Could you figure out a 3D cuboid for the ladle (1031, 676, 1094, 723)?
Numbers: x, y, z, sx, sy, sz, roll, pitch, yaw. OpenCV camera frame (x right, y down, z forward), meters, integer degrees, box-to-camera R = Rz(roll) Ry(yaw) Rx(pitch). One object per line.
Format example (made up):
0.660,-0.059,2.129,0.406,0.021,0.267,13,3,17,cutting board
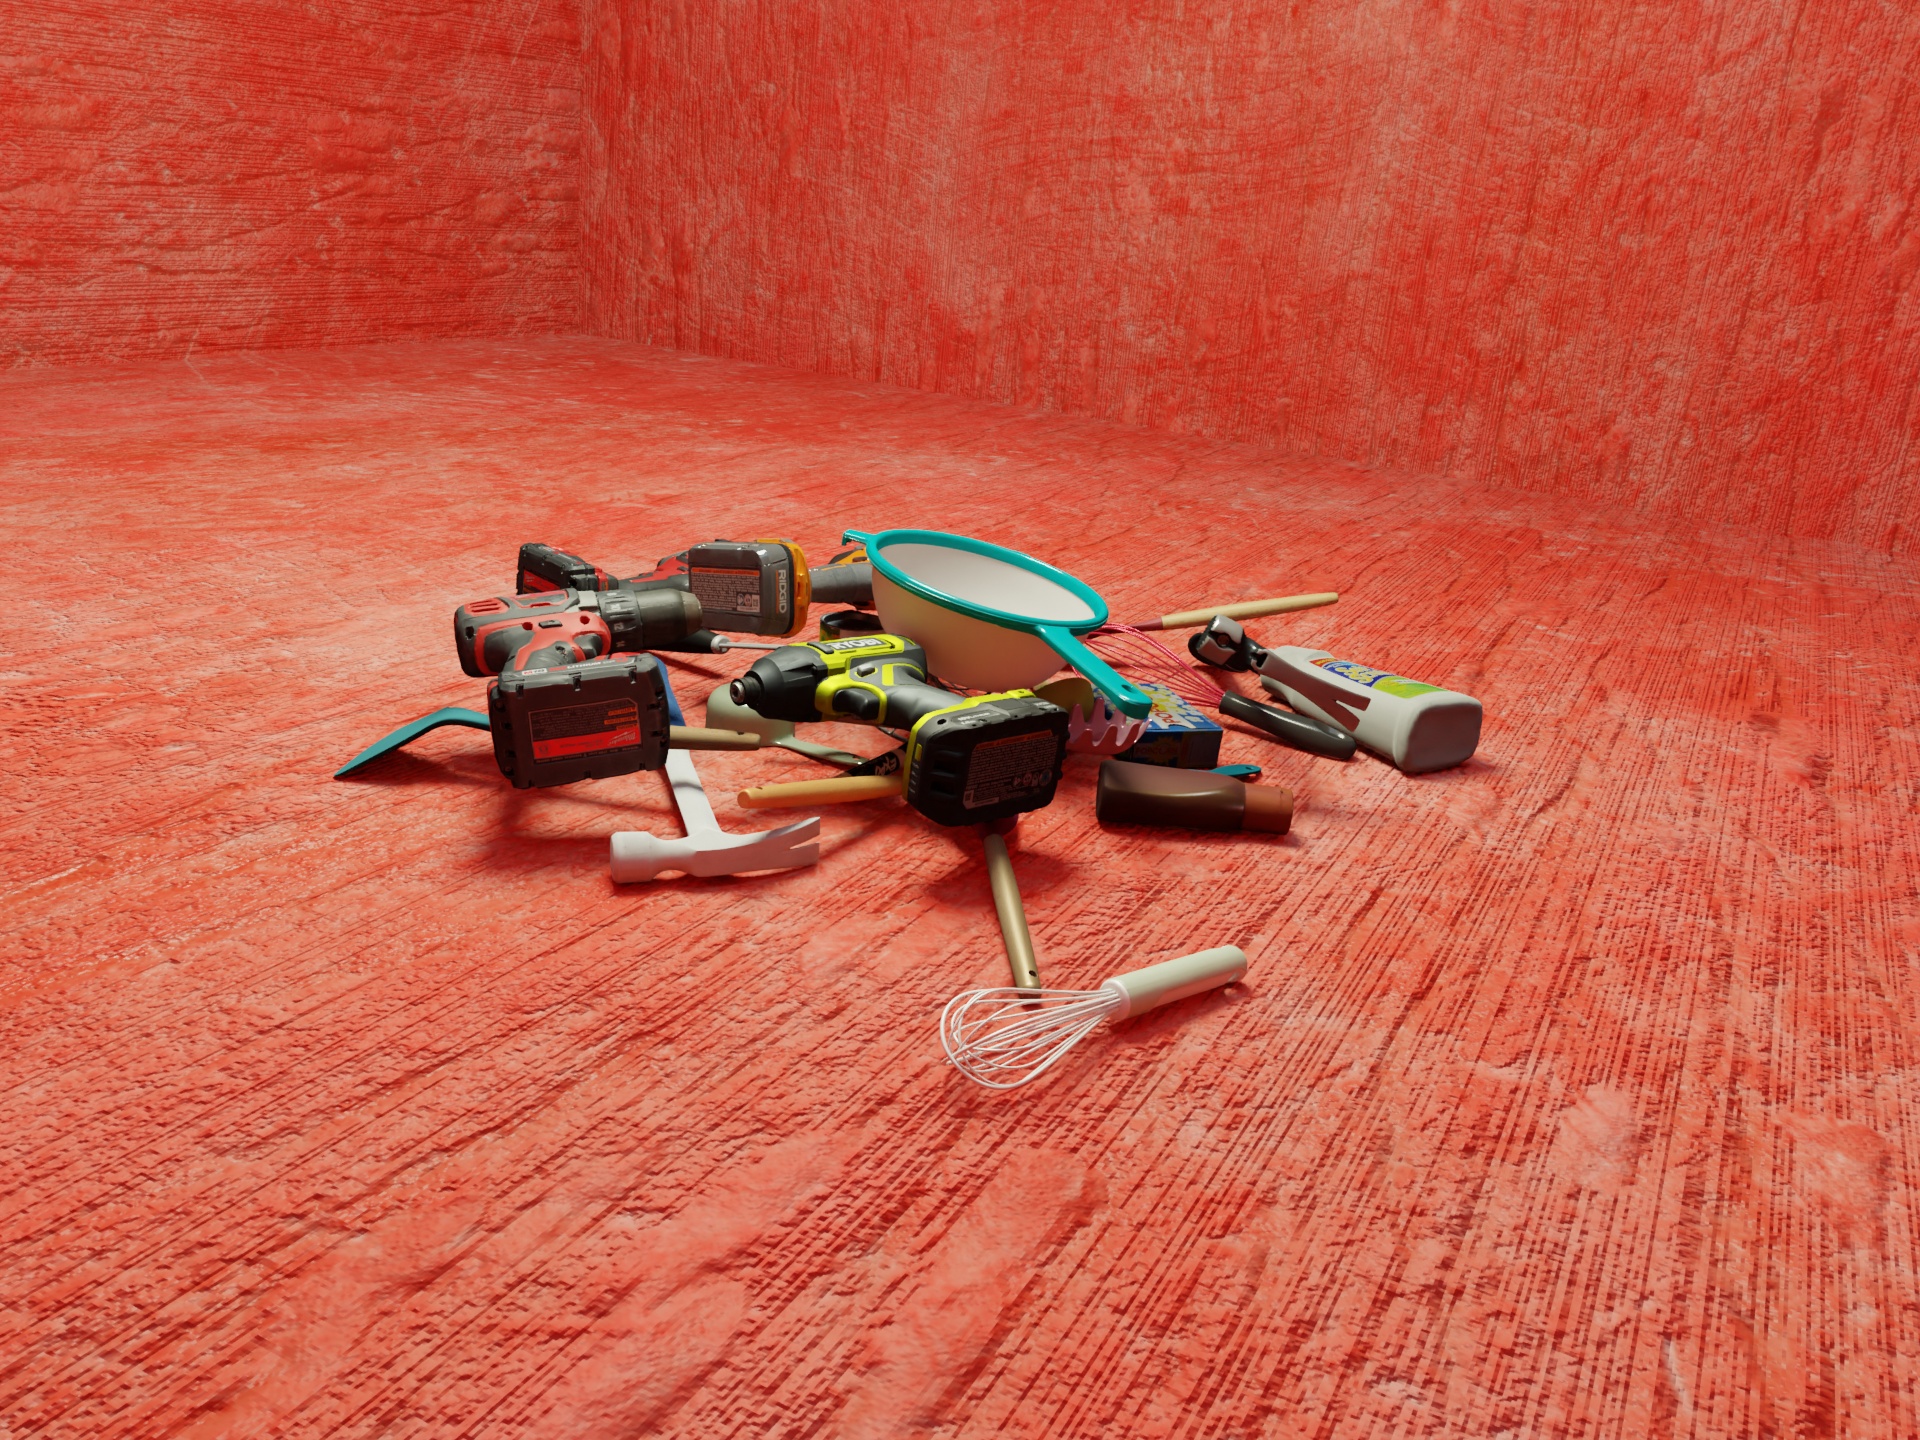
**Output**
0.070,-0.043,1.487,0.078,0.062,0.320,-27,17,3,ladle

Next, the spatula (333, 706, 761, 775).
-0.303,0.017,1.180,0.317,0.044,0.082,3,20,7,spatula

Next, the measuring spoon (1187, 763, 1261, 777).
0.219,0.052,1.320,0.042,0.021,0.128,18,14,32,measuring spoon

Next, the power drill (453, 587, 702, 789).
-0.268,-0.041,1.167,0.188,0.080,0.227,-9,26,-18,power drill

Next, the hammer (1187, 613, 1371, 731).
0.262,-0.053,1.457,0.149,0.036,0.409,28,5,-2,hammer

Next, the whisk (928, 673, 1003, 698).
-0.038,-0.061,1.526,0.055,0.055,0.239,-9,19,-37,whisk

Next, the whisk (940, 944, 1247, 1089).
0.084,0.164,0.920,0.246,0.057,0.059,-8,57,-41,whisk

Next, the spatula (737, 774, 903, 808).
-0.057,0.040,1.180,0.081,0.041,0.322,17,10,30,spatula

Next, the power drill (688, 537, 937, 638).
-0.133,-0.124,1.433,0.164,0.084,0.226,8,11,44,power drill

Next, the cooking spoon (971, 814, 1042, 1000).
0.026,0.096,1.086,0.068,0.017,0.319,21,21,-15,cooking spoon

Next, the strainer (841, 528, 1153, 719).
0.042,-0.053,1.295,0.211,0.095,0.341,3,25,-33,strainer

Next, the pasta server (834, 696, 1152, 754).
-0.002,-0.004,1.295,0.316,0.040,0.060,6,22,-8,pasta server

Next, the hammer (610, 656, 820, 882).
-0.216,0.026,1.234,0.144,0.035,0.406,-1,20,-18,hammer

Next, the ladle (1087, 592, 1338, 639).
0.230,-0.101,1.617,0.315,0.031,0.069,-9,-4,-3,ladle

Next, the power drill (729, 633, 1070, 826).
-0.046,-0.003,1.160,0.171,0.080,0.223,-10,26,-43,power drill

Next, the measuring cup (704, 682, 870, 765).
-0.140,0.002,1.315,0.168,0.038,0.083,15,21,32,measuring cup

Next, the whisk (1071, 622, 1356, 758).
0.227,-0.024,1.477,0.296,0.073,0.073,23,25,25,whisk

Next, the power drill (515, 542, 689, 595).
-0.330,-0.137,1.615,0.219,0.078,0.143,-9,24,-42,power drill

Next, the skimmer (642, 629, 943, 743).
-0.171,-0.036,1.432,0.363,0.090,0.127,6,5,33,skimmer
